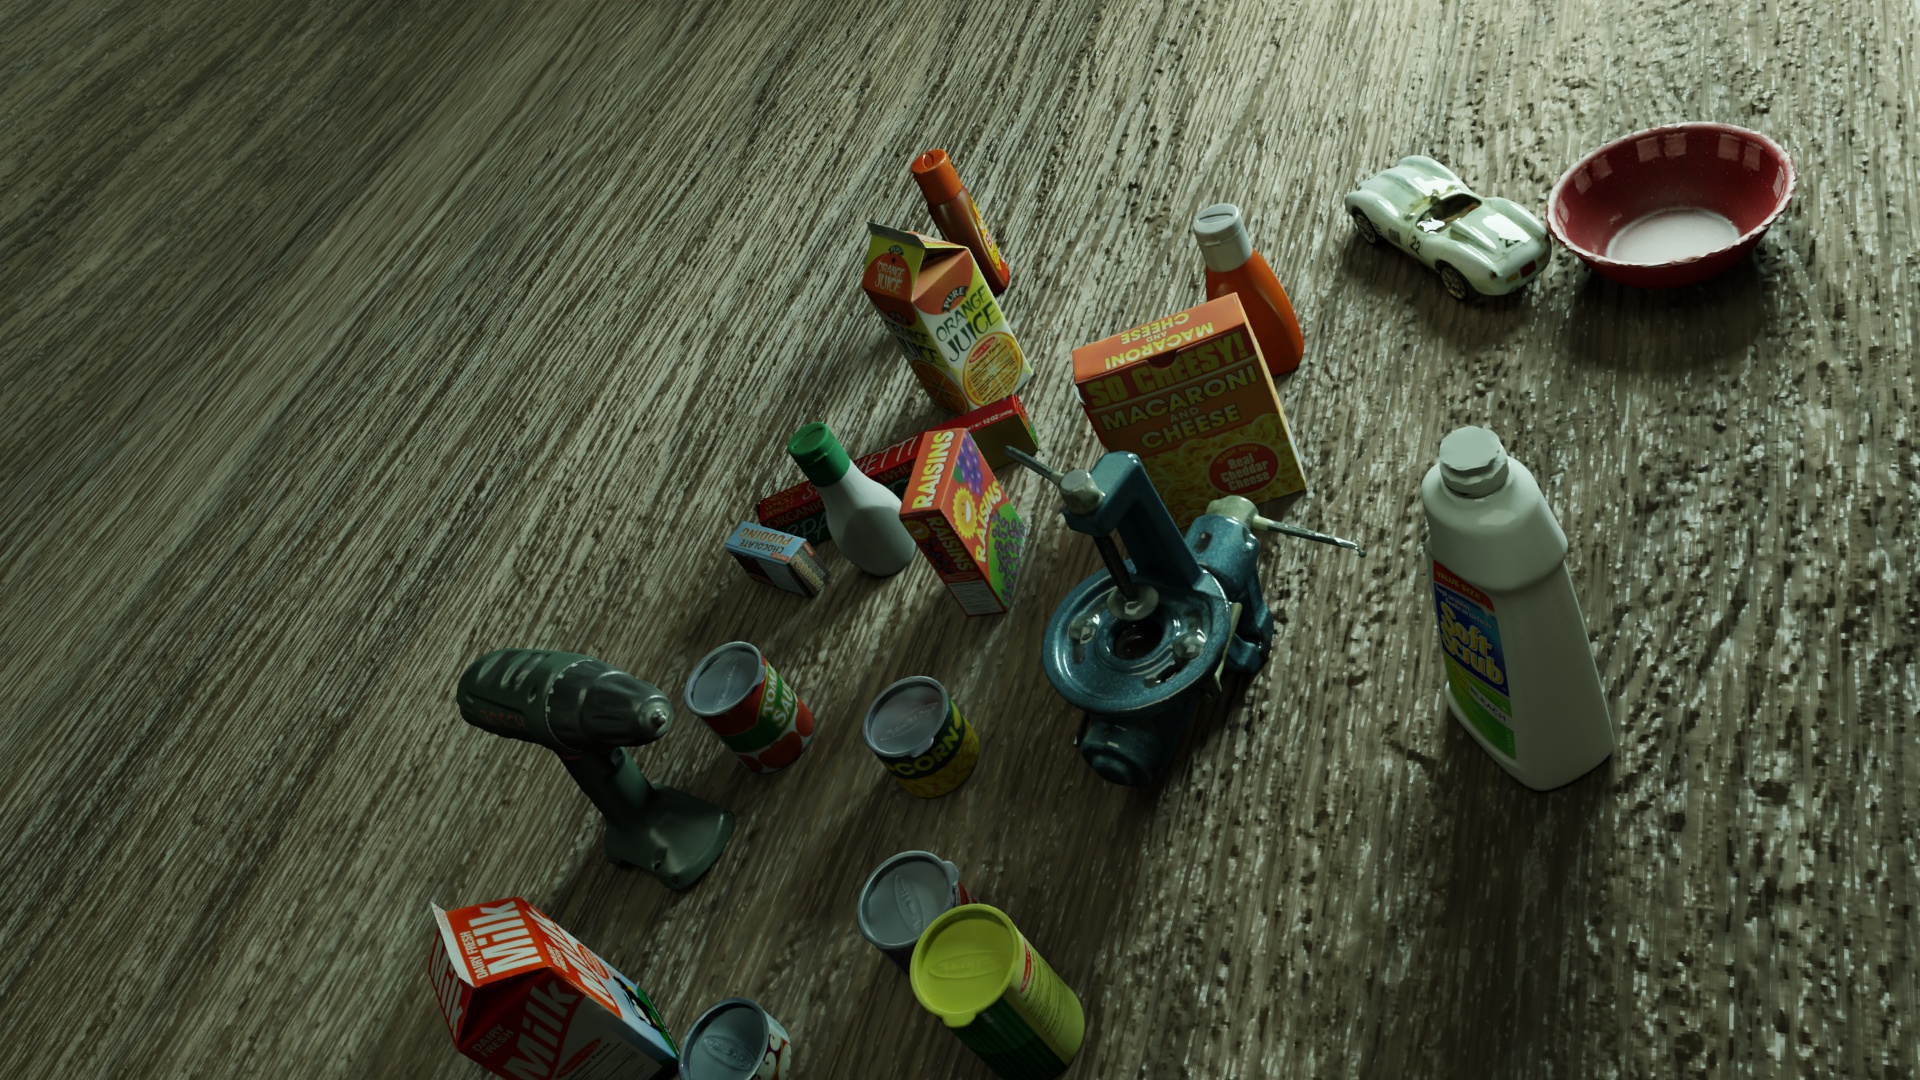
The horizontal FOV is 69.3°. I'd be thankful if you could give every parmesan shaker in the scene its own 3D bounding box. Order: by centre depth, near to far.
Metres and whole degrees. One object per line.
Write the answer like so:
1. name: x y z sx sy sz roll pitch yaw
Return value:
1. parmesan shaker: 0.022 0.264 0.794 0.071 0.102 0.072 -17 43 17

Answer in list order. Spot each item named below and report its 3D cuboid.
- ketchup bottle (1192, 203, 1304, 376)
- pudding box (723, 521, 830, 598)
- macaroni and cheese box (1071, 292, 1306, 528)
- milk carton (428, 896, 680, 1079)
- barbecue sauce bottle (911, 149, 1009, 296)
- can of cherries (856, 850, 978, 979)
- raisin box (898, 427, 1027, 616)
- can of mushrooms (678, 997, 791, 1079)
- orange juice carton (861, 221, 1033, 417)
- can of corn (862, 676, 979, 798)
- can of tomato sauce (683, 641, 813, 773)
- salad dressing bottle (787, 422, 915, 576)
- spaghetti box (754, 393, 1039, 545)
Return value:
1. ketchup bottle: 0.220 -0.193 1.083 0.064 0.148 0.044 0 50 32
2. pudding box: -0.157 0.016 1.187 0.084 0.049 0.030 14 59 40
3. macaroni and cheese box: 0.167 -0.085 0.998 0.123 0.165 0.040 -18 43 16
4. milk carton: -0.264 0.294 0.875 0.073 0.189 0.072 -41 42 -10
5. barbecue sauce bottle: 0.000 -0.303 1.326 0.043 0.148 0.065 -23 42 11
6. can of cherries: -0.021 0.239 0.879 0.071 0.058 0.072 -17 43 17
7. raisin box: 0.004 -0.013 1.060 0.040 0.123 0.086 -6 47 27
8. can of mushrooms: -0.145 0.331 0.884 0.071 0.033 0.071 -17 43 17
9. orange juice carton: -0.017 -0.196 1.198 0.073 0.192 0.072 -47 43 -15
10. can of corn: -0.026 0.141 0.978 0.071 0.058 0.071 -17 43 17
11. can of tomato sauce: -0.157 0.127 1.053 0.071 0.082 0.071 -17 43 17
12. salad dressing bottle: -0.087 -0.033 1.117 0.064 0.147 0.044 -33 41 -1
13. spaghetti box: -0.056 -0.054 1.193 0.250 0.050 0.029 -22 42 12
